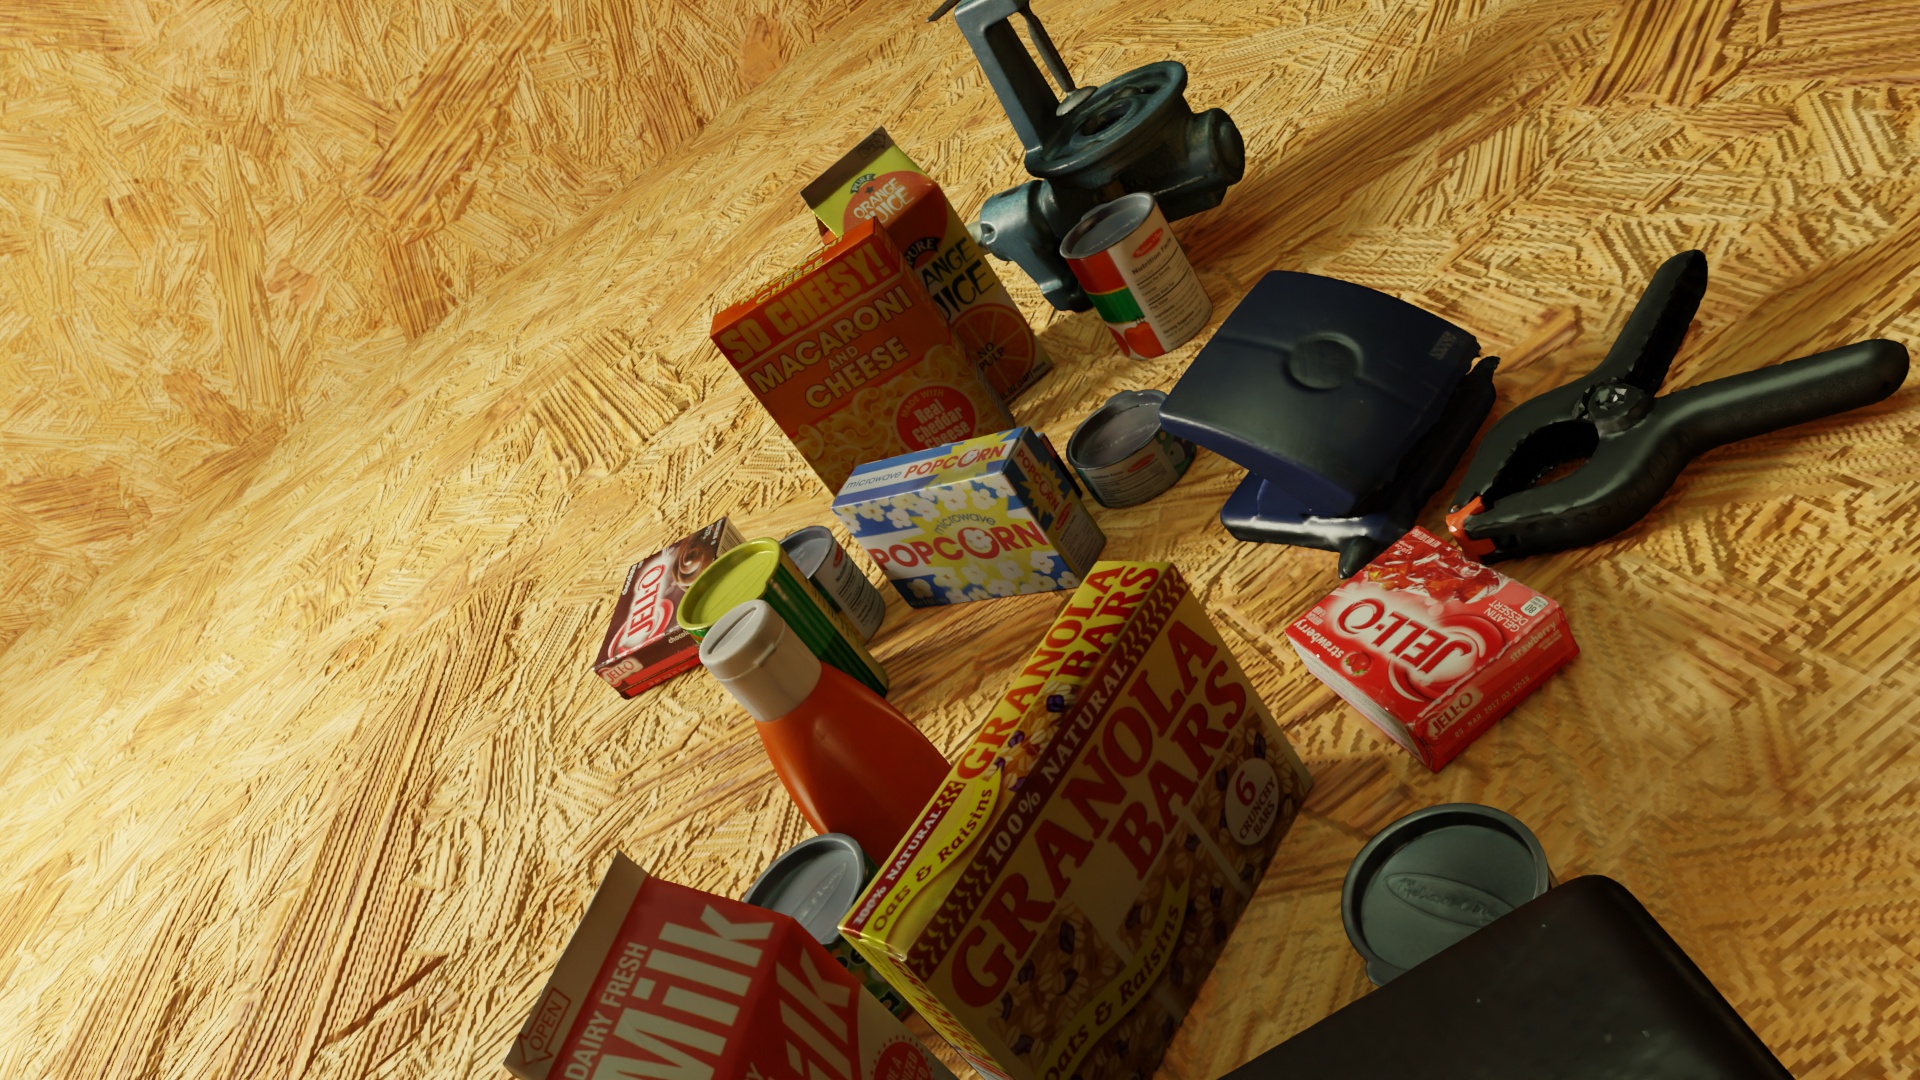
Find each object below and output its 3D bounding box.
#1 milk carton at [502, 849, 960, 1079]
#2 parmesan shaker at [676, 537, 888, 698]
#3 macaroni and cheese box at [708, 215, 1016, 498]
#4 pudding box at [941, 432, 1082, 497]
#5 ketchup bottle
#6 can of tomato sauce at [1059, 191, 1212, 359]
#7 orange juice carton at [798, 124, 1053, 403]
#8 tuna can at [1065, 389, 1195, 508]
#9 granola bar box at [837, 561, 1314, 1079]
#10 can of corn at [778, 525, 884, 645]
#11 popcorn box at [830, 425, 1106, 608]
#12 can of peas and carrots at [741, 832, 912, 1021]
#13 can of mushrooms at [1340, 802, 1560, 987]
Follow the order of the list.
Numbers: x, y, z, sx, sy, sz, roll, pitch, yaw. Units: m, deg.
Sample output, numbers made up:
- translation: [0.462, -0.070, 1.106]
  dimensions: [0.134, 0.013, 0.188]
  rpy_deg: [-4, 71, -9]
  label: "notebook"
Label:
- translation: [-0.059, 0.179, 0.427]
  dimensions: [0.073, 0.190, 0.073]
  rpy_deg: [-18, 33, 32]
  label: "milk carton"
- translation: [-0.092, 0.058, 0.739]
  dimensions: [0.071, 0.102, 0.072]
  rpy_deg: [-27, 29, 17]
  label: "parmesan shaker"
- translation: [-0.059, -0.103, 0.878]
  dimensions: [0.123, 0.166, 0.040]
  rpy_deg: [-30, 29, 13]
  label: "macaroni and cheese box"
- translation: [0.023, -0.033, 0.806]
  dimensions: [0.083, 0.049, 0.030]
  rpy_deg: [-4, 42, 45]
  label: "pudding box"
- translation: [-0.054, 0.089, 0.602]
  dimensions: [0.065, 0.148, 0.043]
  rpy_deg: [-46, 29, -18]
  label: "ketchup bottle"
- translation: [0.111, -0.166, 0.875]
  dimensions: [0.071, 0.083, 0.071]
  rpy_deg: [-27, 29, 17]
  label: "can of tomato sauce"
- translation: [-0.026, -0.174, 0.921]
  dimensions: [0.072, 0.192, 0.073]
  rpy_deg: [-40, 28, -6]
  label: "orange juice carton"
- translation: [0.095, -0.052, 0.774]
  dimensions: [0.071, 0.032, 0.071]
  rpy_deg: [-27, 29, 17]
  label: "tuna can"
- translation: [0.048, 0.108, 0.487]
  dimensions: [0.039, 0.124, 0.166]
  rpy_deg: [2, 46, 49]
  label: "granola bar box"
- translation: [-0.089, 0.035, 0.817]
  dimensions: [0.071, 0.058, 0.071]
  rpy_deg: [-27, 29, 17]
  label: "can of corn"
- translation: [0.003, -0.009, 0.755]
  dimensions: [0.126, 0.085, 0.038]
  rpy_deg: [-10, 38, 40]
  label: "popcorn box"
- translation: [-0.050, 0.166, 0.577]
  dimensions: [0.071, 0.058, 0.071]
  rpy_deg: [-27, 29, 17]
  label: "can of peas and carrots"
- translation: [0.157, 0.121, 0.442]
  dimensions: [0.071, 0.033, 0.071]
  rpy_deg: [-27, 29, 17]
  label: "can of mushrooms"
